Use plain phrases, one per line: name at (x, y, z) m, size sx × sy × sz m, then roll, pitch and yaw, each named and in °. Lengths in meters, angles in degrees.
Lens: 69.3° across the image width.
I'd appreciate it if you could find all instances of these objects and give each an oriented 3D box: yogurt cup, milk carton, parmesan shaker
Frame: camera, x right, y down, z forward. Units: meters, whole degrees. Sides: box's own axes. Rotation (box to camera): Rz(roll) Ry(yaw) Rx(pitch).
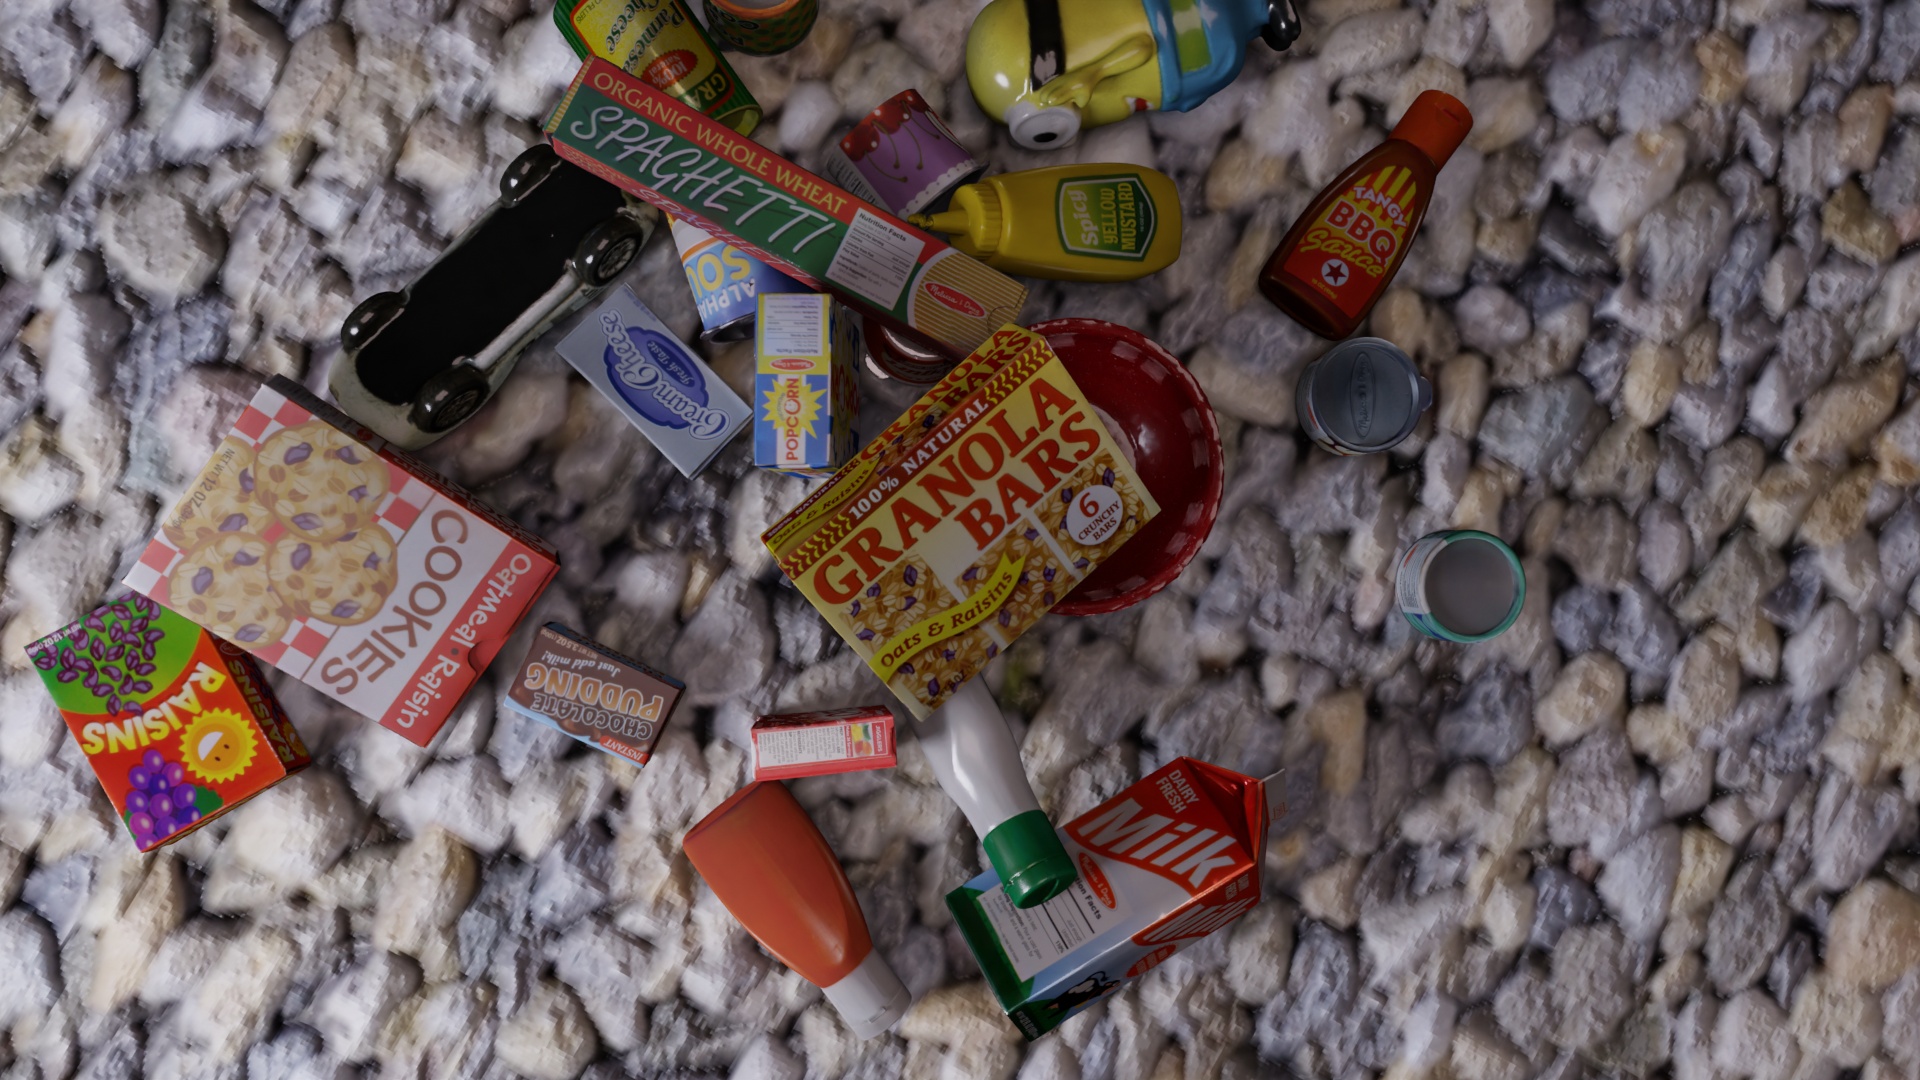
yogurt cup at (-0.020, -0.122, 0.767) m, size 0.072 × 0.054 × 0.072 m, roll 0°, pitch 89°, yaw -6°
milk carton at (0.096, 0.184, 0.750) m, size 0.191 × 0.072 × 0.074 m, roll -30°, pitch 57°, yaw -5°
parmesan shaker at (-0.166, -0.254, 0.750) m, size 0.071 × 0.071 × 0.103 m, roll -36°, pitch 92°, yaw -5°

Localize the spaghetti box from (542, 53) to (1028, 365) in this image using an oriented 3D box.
spaghetti box at (-0.086, -0.164, 0.710) m, size 0.250 × 0.028 × 0.050 m, roll 27°, pitch 81°, yaw -9°

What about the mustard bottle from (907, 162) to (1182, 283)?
mustard bottle at (0.045, -0.171, 0.752) m, size 0.161 × 0.049 × 0.065 m, roll -8°, pitch 94°, yaw -28°

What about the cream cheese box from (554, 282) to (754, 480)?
cream cheese box at (-0.167, -0.087, 0.767) m, size 0.104 × 0.024 × 0.053 m, roll 45°, pitch 86°, yaw -3°

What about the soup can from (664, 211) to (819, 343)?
soup can at (-0.120, -0.156, 0.750) m, size 0.071 × 0.071 × 0.083 m, roll -19°, pitch 90°, yaw -5°

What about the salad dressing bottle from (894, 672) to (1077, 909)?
salad dressing bottle at (0.012, 0.121, 0.736) m, size 0.044 × 0.064 × 0.148 m, roll -15°, pitch 58°, yaw -24°

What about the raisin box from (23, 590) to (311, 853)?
raisin box at (-0.415, 0.089, 0.732) m, size 0.086 × 0.040 × 0.123 m, roll -29°, pitch 90°, yaw -6°

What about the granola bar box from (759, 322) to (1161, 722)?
granola bar box at (0.002, -0.009, 0.694) m, size 0.166 × 0.039 × 0.124 m, roll -41°, pitch 121°, yaw -5°

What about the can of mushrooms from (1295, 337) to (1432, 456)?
can of mushrooms at (0.232, -0.082, 0.801) m, size 0.071 × 0.033 × 0.071 m, roll 0°, pitch 88°, yaw -5°

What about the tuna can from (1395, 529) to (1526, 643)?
tuna can at (0.292, 0.027, 0.805) m, size 0.071 × 0.033 × 0.071 m, roll 0°, pitch 89°, yaw -5°

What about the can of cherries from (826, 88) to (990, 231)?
can of cherries at (-0.029, -0.205, 0.762) m, size 0.071 × 0.071 × 0.058 m, roll -40°, pitch 92°, yaw -5°

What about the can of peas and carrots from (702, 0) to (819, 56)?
can of peas and carrots at (-0.112, -0.306, 0.760) m, size 0.071 × 0.058 × 0.071 m, roll 0°, pitch 89°, yaw -5°

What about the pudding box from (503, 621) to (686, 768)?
pudding box at (-0.199, 0.084, 0.757) m, size 0.084 × 0.030 × 0.049 m, roll 26°, pitch 88°, yaw -4°

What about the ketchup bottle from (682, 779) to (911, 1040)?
ketchup bottle at (-0.084, 0.203, 0.759) m, size 0.065 × 0.043 × 0.148 m, roll -37°, pitch 93°, yaw -4°

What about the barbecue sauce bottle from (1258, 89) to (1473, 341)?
barbecue sauce bottle at (0.238, -0.190, 0.799) m, size 0.065 × 0.043 × 0.148 m, roll 37°, pitch 85°, yaw -1°

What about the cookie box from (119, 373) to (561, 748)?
cookie box at (-0.313, 0.013, 0.716) m, size 0.167 × 0.040 × 0.123 m, roll 36°, pitch 93°, yaw -20°

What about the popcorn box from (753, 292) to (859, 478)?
popcorn box at (-0.077, -0.077, 0.724) m, size 0.038 × 0.126 × 0.085 m, roll 1°, pitch 90°, yaw 3°
